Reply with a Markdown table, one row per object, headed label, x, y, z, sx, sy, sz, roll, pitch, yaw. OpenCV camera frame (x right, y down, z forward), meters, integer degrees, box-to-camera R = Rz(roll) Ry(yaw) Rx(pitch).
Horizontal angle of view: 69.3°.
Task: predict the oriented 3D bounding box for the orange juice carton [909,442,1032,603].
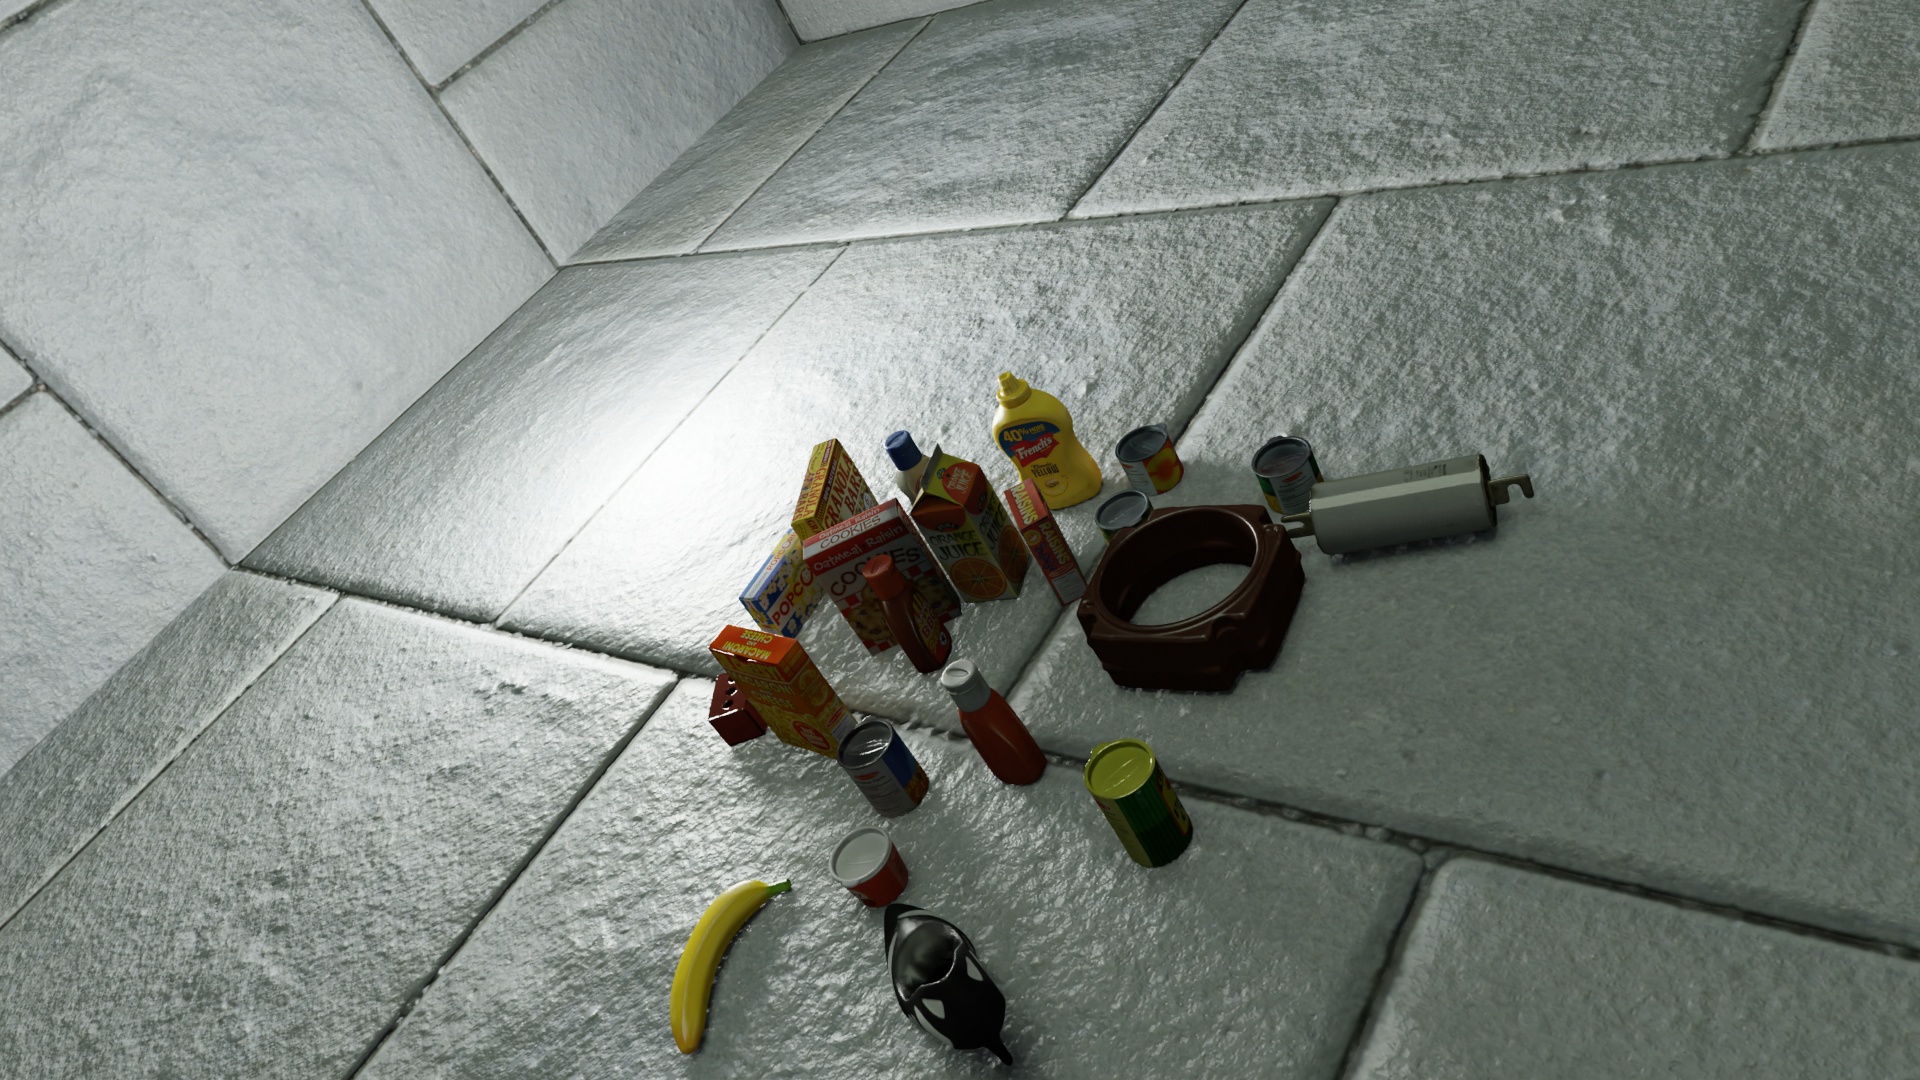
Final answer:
| label | x | y | z | sx | sy | sz | roll | pitch | yaw |
| --- | --- | --- | --- | --- | --- | --- | --- | --- | --- |
| orange juice carton | 0.006 | -0.020 | 1.598 | 0.073 | 0.192 | 0.072 | -9 | 40 | 30 |

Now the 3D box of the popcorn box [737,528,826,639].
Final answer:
| label | x | y | z | sx | sy | sz | roll | pitch | yaw |
| --- | --- | --- | --- | --- | --- | --- | --- | --- | --- |
| popcorn box | -0.218 | 0.058 | 1.765 | 0.038 | 0.085 | 0.127 | 1 | 45 | 38 |

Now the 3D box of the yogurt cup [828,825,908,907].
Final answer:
| label | x | y | z | sx | sy | sz | roll | pitch | yaw |
| --- | --- | --- | --- | --- | --- | --- | --- | --- | --- |
| yogurt cup | -0.087 | 0.321 | 1.359 | 0.072 | 0.053 | 0.073 | -20 | 35 | 15 |

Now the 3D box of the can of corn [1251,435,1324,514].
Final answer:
| label | x | y | z | sx | sy | sz | roll | pitch | yaw |
| --- | --- | --- | --- | --- | --- | --- | --- | --- | --- |
| can of corn | 0.358 | -0.072 | 1.516 | 0.071 | 0.058 | 0.071 | -20 | 35 | 15 |

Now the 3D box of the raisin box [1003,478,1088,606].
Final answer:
| label | x | y | z | sx | sy | sz | roll | pitch | yaw |
| --- | --- | --- | --- | --- | --- | --- | --- | --- | --- |
| raisin box | 0.098 | 0.002 | 1.563 | 0.040 | 0.123 | 0.086 | -27 | 34 | 6 |

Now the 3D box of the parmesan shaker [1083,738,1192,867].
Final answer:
| label | x | y | z | sx | sy | sz | roll | pitch | yaw |
| --- | --- | --- | --- | --- | --- | --- | --- | --- | --- |
| parmesan shaker | 0.159 | 0.233 | 1.240 | 0.071 | 0.102 | 0.072 | -21 | 35 | 16 |

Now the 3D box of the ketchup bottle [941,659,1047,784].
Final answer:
| label | x | y | z | sx | sy | sz | roll | pitch | yaw |
| --- | --- | --- | --- | --- | --- | --- | --- | --- | --- |
| ketchup bottle | 0.029 | 0.179 | 1.366 | 0.064 | 0.148 | 0.044 | 4 | 47 | 41 |

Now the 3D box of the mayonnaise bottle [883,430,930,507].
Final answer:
| label | x | y | z | sx | sy | sz | roll | pitch | yaw |
| --- | --- | --- | --- | --- | --- | --- | --- | --- | --- |
| mayonnaise bottle | -0.048 | -0.072 | 1.745 | 0.065 | 0.147 | 0.041 | -42 | 35 | -16 |

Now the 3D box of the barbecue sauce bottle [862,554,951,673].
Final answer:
| label | x | y | z | sx | sy | sz | roll | pitch | yaw |
| --- | --- | --- | --- | --- | --- | --- | --- | --- | --- |
| barbecue sauce bottle | -0.061 | 0.080 | 1.562 | 0.043 | 0.148 | 0.065 | -13 | 38 | 25 |

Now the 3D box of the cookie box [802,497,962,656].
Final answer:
| label | x | y | z | sx | sy | sz | roll | pitch | yaw |
| --- | --- | --- | --- | --- | --- | --- | --- | --- | --- |
| cookie box | -0.090 | 0.043 | 1.613 | 0.123 | 0.166 | 0.040 | -25 | 34 | 9 |

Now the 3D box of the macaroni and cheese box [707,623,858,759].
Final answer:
| label | x | y | z | sx | sy | sz | roll | pitch | yaw |
| --- | --- | --- | --- | --- | --- | --- | --- | --- | --- |
| macaroni and cheese box | -0.189 | 0.169 | 1.530 | 0.123 | 0.166 | 0.040 | 7 | 50 | 43 |

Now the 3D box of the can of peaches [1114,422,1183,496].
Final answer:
| label | x | y | z | sx | sy | sz | roll | pitch | yaw |
| --- | --- | --- | --- | --- | --- | --- | --- | --- | --- |
| can of peaches | 0.226 | -0.096 | 1.647 | 0.071 | 0.058 | 0.071 | -20 | 35 | 15 |

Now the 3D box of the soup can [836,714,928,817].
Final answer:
| label | x | y | z | sx | sy | sz | roll | pitch | yaw |
| --- | --- | --- | --- | --- | --- | --- | --- | --- | --- |
| soup can | -0.079 | 0.234 | 1.438 | 0.071 | 0.083 | 0.072 | -21 | 35 | 16 |

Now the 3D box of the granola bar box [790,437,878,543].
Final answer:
| label | x | y | z | sx | sy | sz | roll | pitch | yaw |
| --- | --- | --- | --- | --- | --- | --- | --- | --- | --- |
| granola bar box | -0.160 | -0.035 | 1.805 | 0.039 | 0.123 | 0.166 | -17 | 36 | 20 |

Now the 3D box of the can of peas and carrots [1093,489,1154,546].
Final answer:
| label | x | y | z | sx | sy | sz | roll | pitch | yaw |
| --- | --- | --- | --- | --- | --- | --- | --- | --- | --- |
| can of peas and carrots | 0.193 | -0.014 | 1.567 | 0.071 | 0.058 | 0.071 | -20 | 35 | 15 |
